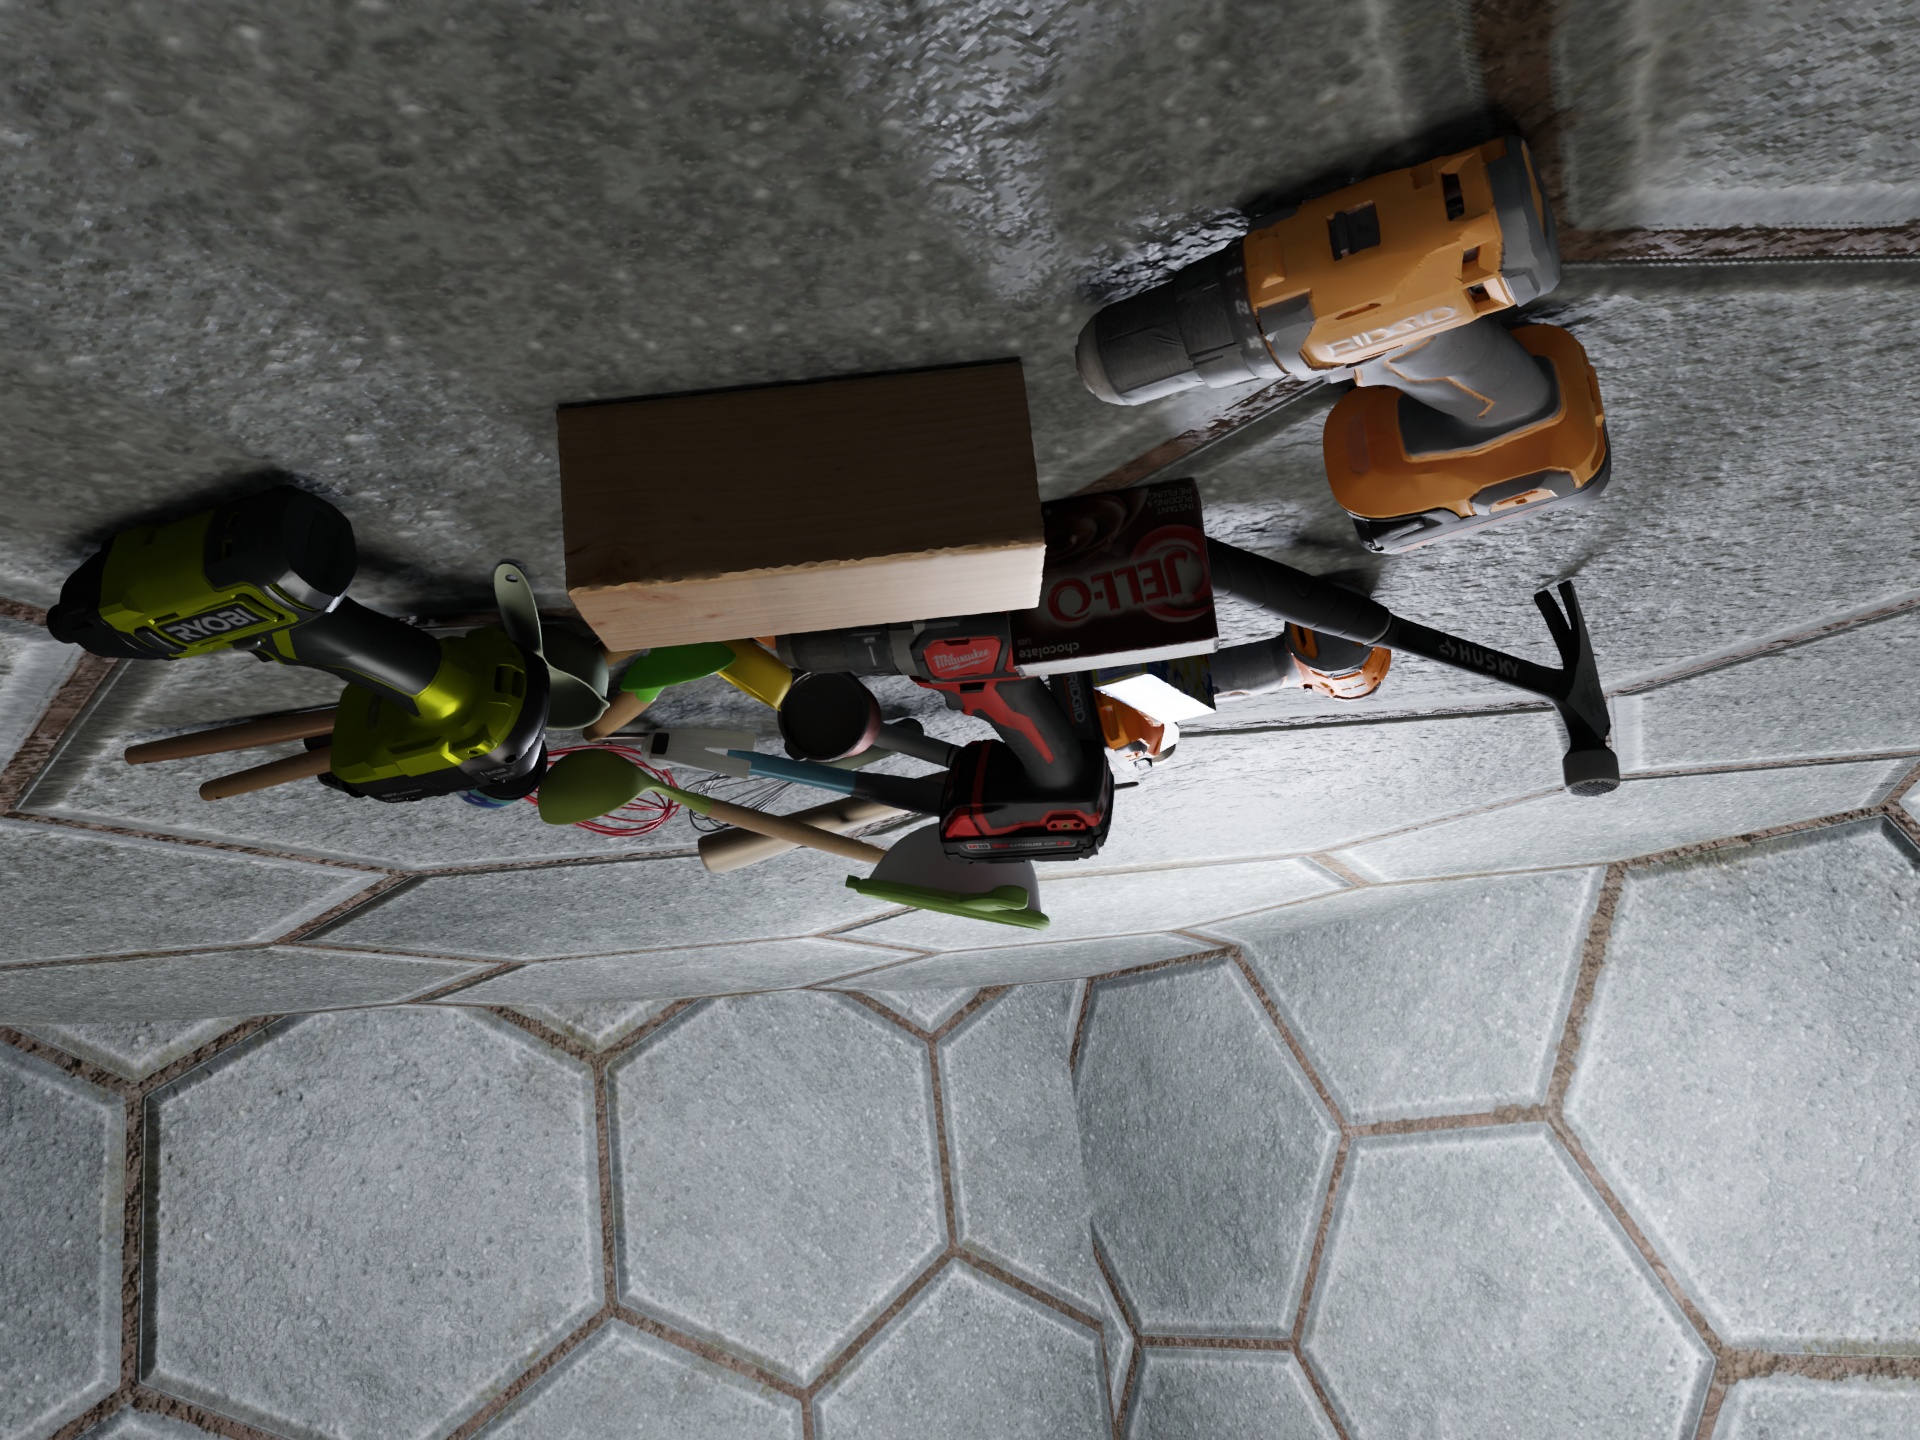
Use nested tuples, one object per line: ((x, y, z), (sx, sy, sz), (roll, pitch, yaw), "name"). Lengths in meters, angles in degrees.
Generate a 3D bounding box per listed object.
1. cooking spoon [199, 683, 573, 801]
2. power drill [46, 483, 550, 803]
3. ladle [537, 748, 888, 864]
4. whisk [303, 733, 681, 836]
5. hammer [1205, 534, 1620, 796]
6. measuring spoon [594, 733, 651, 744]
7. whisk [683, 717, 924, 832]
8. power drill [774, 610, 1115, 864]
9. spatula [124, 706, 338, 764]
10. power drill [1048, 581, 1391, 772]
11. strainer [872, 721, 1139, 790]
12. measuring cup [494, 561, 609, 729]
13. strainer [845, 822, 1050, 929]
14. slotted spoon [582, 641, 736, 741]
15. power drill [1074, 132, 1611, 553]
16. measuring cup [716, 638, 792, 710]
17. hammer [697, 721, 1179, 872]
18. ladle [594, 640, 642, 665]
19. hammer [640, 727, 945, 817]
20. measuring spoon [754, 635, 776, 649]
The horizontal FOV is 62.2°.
((-0.391, 0.015, 1.081), (0.319, 0.017, 0.068), (-14, 163, 18), "cooking spoon")
((-0.339, -0.034, 0.835), (0.171, 0.080, 0.223), (-12, 153, 22), "power drill")
((-0.179, 0.084, 1.233), (0.320, 0.062, 0.078), (21, 174, -39), "ladle")
((-0.342, 0.039, 1.196), (0.295, 0.073, 0.073), (13, 156, -36), "whisk")
((0.277, -0.060, 1.005), (0.408, 0.149, 0.036), (14, 155, -32), "hammer")
((-0.230, 0.022, 1.245), (0.124, 0.018, 0.034), (2, 163, -27), "measuring spoon")
((-0.133, 0.043, 1.320), (0.246, 0.058, 0.059), (-20, 133, 28), "whisk")
((-0.002, -0.003, 1.018), (0.188, 0.080, 0.226), (-3, 139, 17), "power drill")
((-0.416, -0.002, 1.073), (0.316, 0.018, 0.059), (-10, 165, 7), "spatula")
((0.192, -0.027, 1.130), (0.226, 0.084, 0.164), (-15, 165, 18), "power drill")
((0.004, 0.032, 1.188), (0.258, 0.050, 0.087), (17, -169, 15), "strainer")
((-0.251, -0.053, 0.938), (0.083, 0.038, 0.167), (5, 147, -2), "measuring cup")
((0.011, 0.107, 1.162), (0.151, 0.069, 0.256), (13, 170, -11), "strainer")
((-0.215, -0.014, 1.047), (0.070, 0.031, 0.314), (-21, 180, -25), "slotted spoon")
((0.171, -0.145, 0.677), (0.185, 0.084, 0.226), (-14, 159, 27), "power drill")
((-0.138, -0.032, 1.066), (0.062, 0.029, 0.156), (32, 176, -3), "measuring cup")
((-0.020, 0.054, 1.316), (0.410, 0.038, 0.146), (-16, 163, 3), "hammer")
((-0.157, -0.067, 0.929), (0.069, 0.031, 0.315), (5, 163, -41), "ladle")
((-0.072, 0.050, 1.220), (0.330, 0.033, 0.128), (12, 173, -20), "hammer")
((-0.121, -0.057, 1.000), (0.011, 0.021, 0.116), (20, 173, 19), "measuring spoon")
